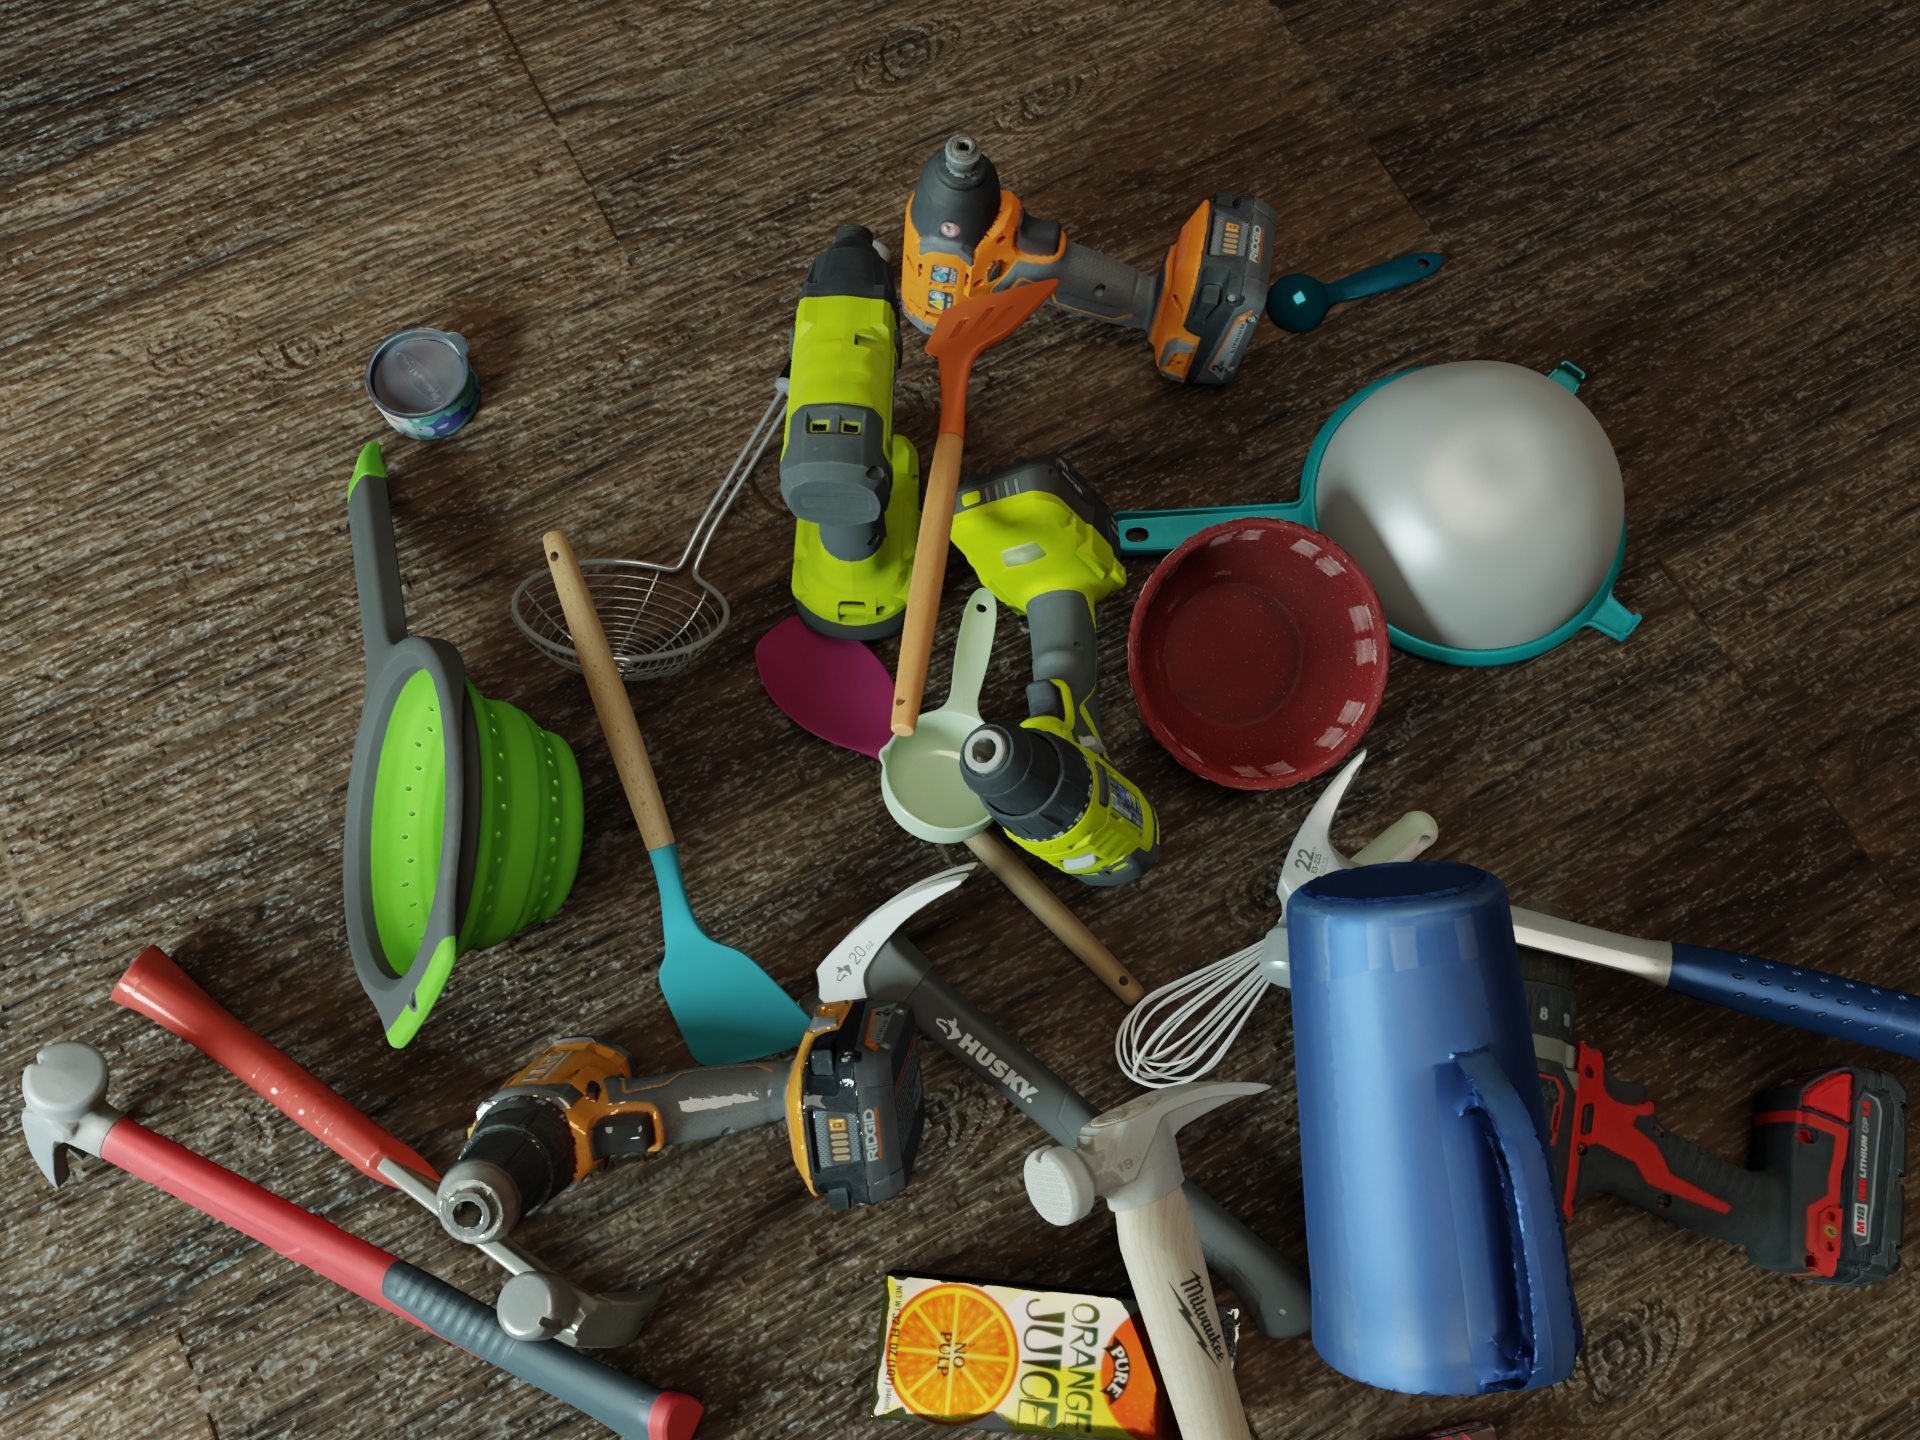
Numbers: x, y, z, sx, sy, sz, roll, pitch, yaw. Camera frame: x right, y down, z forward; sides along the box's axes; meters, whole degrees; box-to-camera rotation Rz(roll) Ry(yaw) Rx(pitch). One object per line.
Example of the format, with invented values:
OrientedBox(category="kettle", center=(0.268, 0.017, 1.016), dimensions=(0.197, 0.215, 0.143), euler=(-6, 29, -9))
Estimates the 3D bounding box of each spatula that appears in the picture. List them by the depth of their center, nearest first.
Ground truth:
OrientedBox(category="spatula", center=(-0.171, 0.045, 0.889), dimensions=(0.082, 0.044, 0.317), euler=(-19, 90, 22))
OrientedBox(category="spatula", center=(-0.004, -0.132, 0.892), dimensions=(0.081, 0.041, 0.323), euler=(-8, 59, 28))

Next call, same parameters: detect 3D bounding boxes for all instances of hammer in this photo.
OrientedBox(category="hammer", center=(0.147, 0.392, 0.806), dimensions=(0.146, 0.038, 0.410), euler=(-15, 89, -35))
OrientedBox(category="hammer", center=(-0.318, 0.300, 0.853), dimensions=(0.386, 0.143, 0.038), euler=(30, 49, -4))
OrientedBox(category="hammer", center=(-0.326, 0.228, 0.870), dimensions=(0.359, 0.149, 0.037), euler=(28, 78, 19))
OrientedBox(category="hammer", center=(0.379, 0.126, 0.876), dimensions=(0.405, 0.035, 0.144), euler=(14, 65, 11))
OrientedBox(category="hammer", center=(0.068, 0.220, 0.882), dimensions=(0.335, 0.035, 0.146), euler=(39, 109, 5))

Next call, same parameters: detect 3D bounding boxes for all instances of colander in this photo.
OrientedBox(category="colander", center=(-0.296, -0.008, 0.936), dimensions=(0.094, 0.204, 0.398), euler=(6, 51, -35))

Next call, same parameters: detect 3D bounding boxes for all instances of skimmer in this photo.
OrientedBox(category="skimmer", center=(-0.143, -0.176, 0.991), dimensions=(0.127, 0.090, 0.363), euler=(22, 72, 21))

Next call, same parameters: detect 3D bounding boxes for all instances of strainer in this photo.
OrientedBox(category="strainer", center=(0.262, -0.142, 0.987), dimensions=(0.340, 0.095, 0.211), euler=(-4, 73, -4))

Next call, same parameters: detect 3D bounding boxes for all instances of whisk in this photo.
OrientedBox(category="whisk", center=(0.190, 0.130, 0.930), dimensions=(0.246, 0.057, 0.059), euler=(-36, 47, -15))

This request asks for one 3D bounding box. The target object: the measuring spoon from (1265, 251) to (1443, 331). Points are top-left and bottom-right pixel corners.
OrientedBox(category="measuring spoon", center=(0.269, -0.298, 1.072), dimensions=(0.128, 0.021, 0.042), euler=(-19, 74, -5))

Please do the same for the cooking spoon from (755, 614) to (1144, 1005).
OrientedBox(category="cooking spoon", center=(-0.006, 0.053, 0.963), dimensions=(0.069, 0.017, 0.319), euler=(-40, 77, -22))

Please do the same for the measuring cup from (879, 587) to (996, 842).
OrientedBox(category="measuring cup", center=(-0.002, -0.003, 0.960), dimensions=(0.083, 0.038, 0.168), euler=(13, 62, -3))

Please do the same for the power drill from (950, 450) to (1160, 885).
OrientedBox(category="power drill", center=(0.046, -0.031, 0.906), dimensions=(0.080, 0.190, 0.229), euler=(-15, 66, 22))

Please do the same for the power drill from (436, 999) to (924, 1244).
OrientedBox(category="power drill", center=(-0.140, 0.207, 0.810), dimensions=(0.226, 0.185, 0.084), euler=(-6, 96, 5))

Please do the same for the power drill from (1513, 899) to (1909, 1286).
OrientedBox(category="power drill", center=(0.397, 0.210, 0.895), dimensions=(0.226, 0.080, 0.188), euler=(11, 73, 5))

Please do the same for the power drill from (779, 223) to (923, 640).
OrientedBox(category="power drill", center=(-0.061, -0.157, 0.915), dimensions=(0.080, 0.223, 0.171), euler=(2, 67, 0))

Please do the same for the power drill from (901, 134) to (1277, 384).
OrientedBox(category="power drill", center=(0.076, -0.291, 0.995), dimensions=(0.226, 0.164, 0.084), euler=(10, 71, 0))
